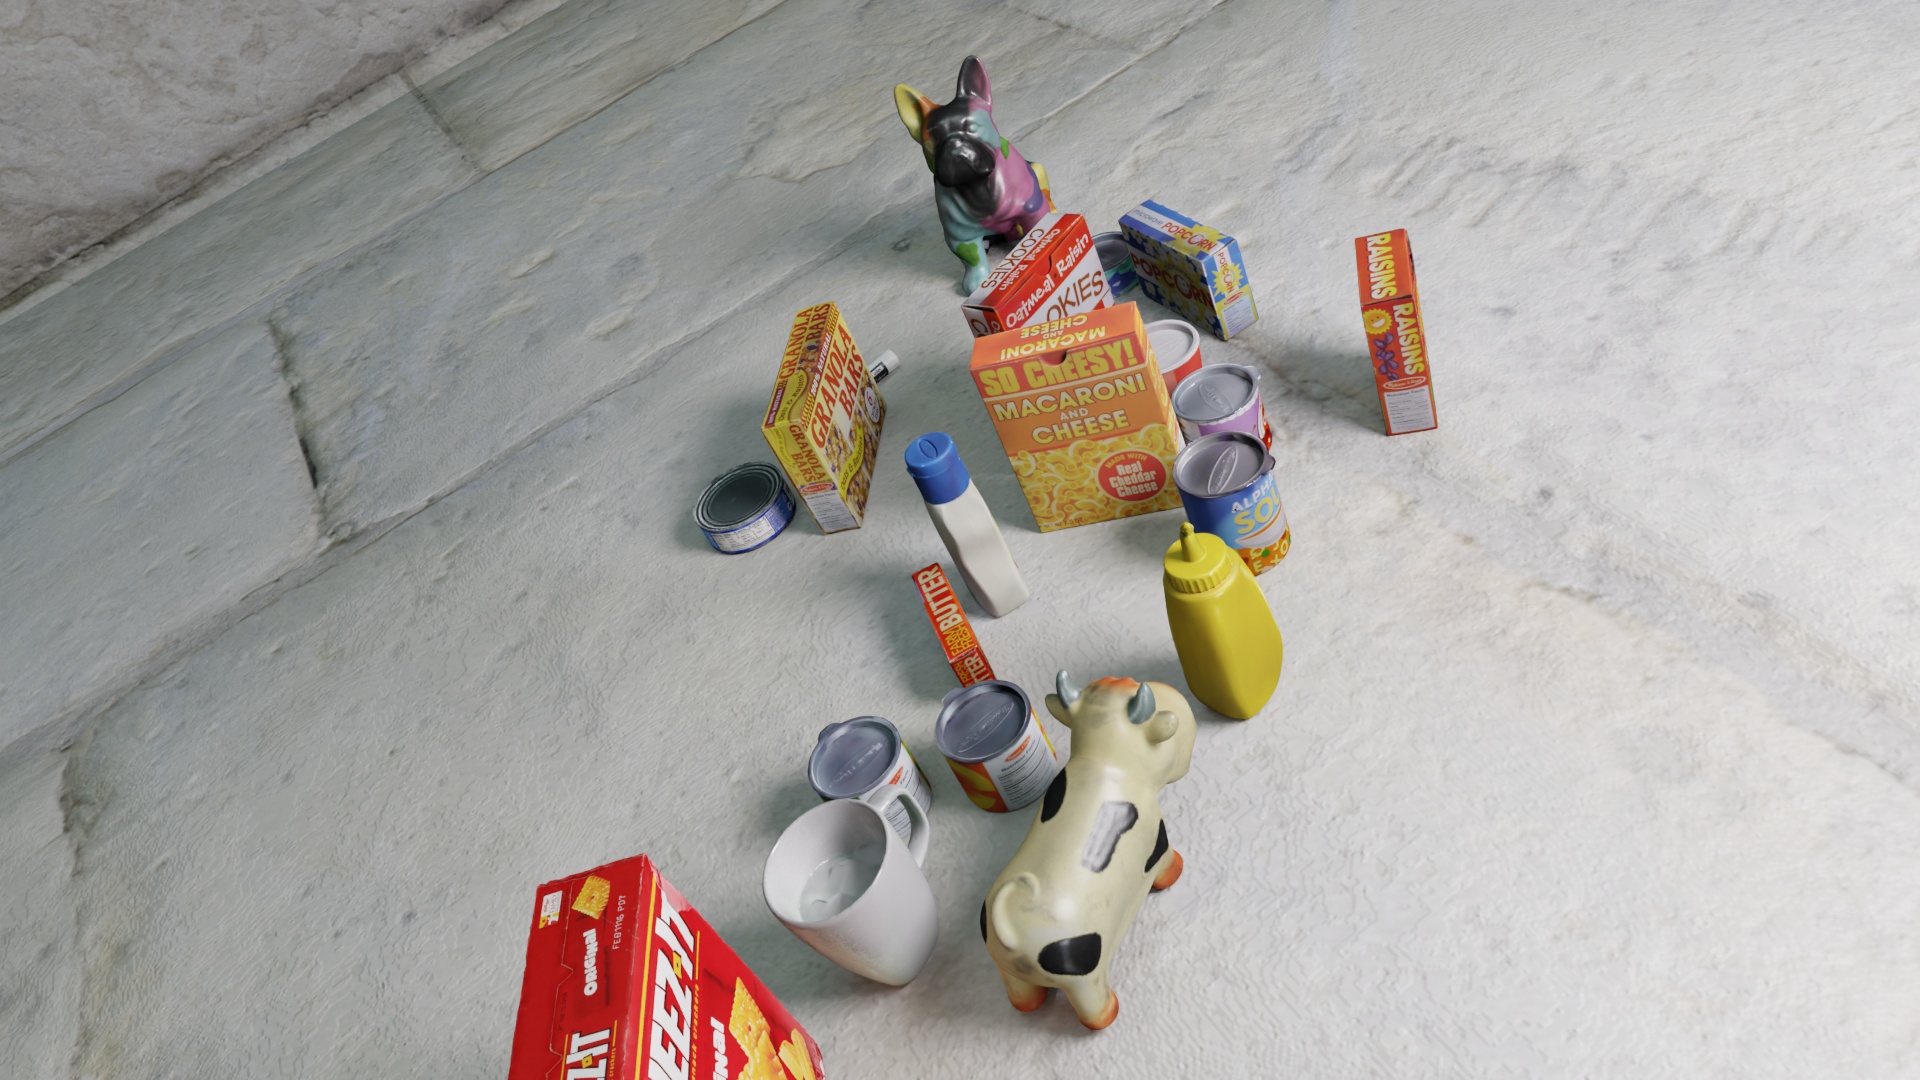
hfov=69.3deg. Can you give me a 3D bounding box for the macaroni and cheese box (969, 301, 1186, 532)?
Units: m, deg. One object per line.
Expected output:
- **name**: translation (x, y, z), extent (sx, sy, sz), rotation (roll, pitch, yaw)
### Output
- **macaroni and cheese box**: translation (0.093, -0.086, 1.021), extent (0.123, 0.165, 0.040), rotation (-11, 42, 18)

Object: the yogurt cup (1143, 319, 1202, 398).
- **yogurt cup**: translation (0.166, -0.137, 1.127), extent (0.072, 0.053, 0.073), rotation (-15, 40, 14)

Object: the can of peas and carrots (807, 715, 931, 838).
- **can of peas and carrots**: translation (-0.061, 0.159, 0.920), extent (0.071, 0.058, 0.071), rotation (-15, 40, 14)

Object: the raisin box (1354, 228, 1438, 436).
- **raisin box**: translation (0.315, -0.150, 1.004), extent (0.040, 0.123, 0.086), rotation (-9, 42, 21)

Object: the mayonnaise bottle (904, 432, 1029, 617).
- **mayonnaise bottle**: translation (0.004, -0.013, 1.003), extent (0.041, 0.147, 0.065), rotation (-32, 39, -6)

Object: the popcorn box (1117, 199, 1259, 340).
- **popcorn box**: translation (0.195, -0.234, 1.193), extent (0.038, 0.085, 0.127), rotation (-35, 40, -10)

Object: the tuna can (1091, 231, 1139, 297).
- **tuna can**: translation (0.133, -0.254, 1.290), extent (0.071, 0.032, 0.071), rotation (-15, 40, 14)

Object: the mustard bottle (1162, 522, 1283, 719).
- **mustard bottle**: translation (0.156, 0.042, 0.850), extent (0.049, 0.159, 0.065), rotation (13, 53, 38)

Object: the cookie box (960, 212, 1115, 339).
- **cookie box**: translation (0.077, -0.158, 1.109), extent (0.040, 0.166, 0.123), rotation (15, 54, 40)

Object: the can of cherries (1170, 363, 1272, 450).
- **can of cherries**: translation (0.201, -0.092, 1.054), extent (0.071, 0.058, 0.072), rotation (-15, 40, 14)

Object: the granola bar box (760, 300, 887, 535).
- **granola bar box**: translation (-0.114, -0.106, 1.190), extent (0.039, 0.123, 0.166), rotation (-12, 41, 18)

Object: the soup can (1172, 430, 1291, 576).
- **soup can**: translation (0.192, -0.024, 0.963), extent (0.071, 0.083, 0.072), rotation (-15, 40, 14)

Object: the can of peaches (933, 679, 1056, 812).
- **can of peaches**: translation (0.022, 0.133, 0.904), extent (0.071, 0.057, 0.071), rotation (-15, 40, 14)

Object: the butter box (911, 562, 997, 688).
- **butter box**: translation (-0.003, 0.066, 0.995), extent (0.024, 0.053, 0.104), rotation (-27, 39, 0)
